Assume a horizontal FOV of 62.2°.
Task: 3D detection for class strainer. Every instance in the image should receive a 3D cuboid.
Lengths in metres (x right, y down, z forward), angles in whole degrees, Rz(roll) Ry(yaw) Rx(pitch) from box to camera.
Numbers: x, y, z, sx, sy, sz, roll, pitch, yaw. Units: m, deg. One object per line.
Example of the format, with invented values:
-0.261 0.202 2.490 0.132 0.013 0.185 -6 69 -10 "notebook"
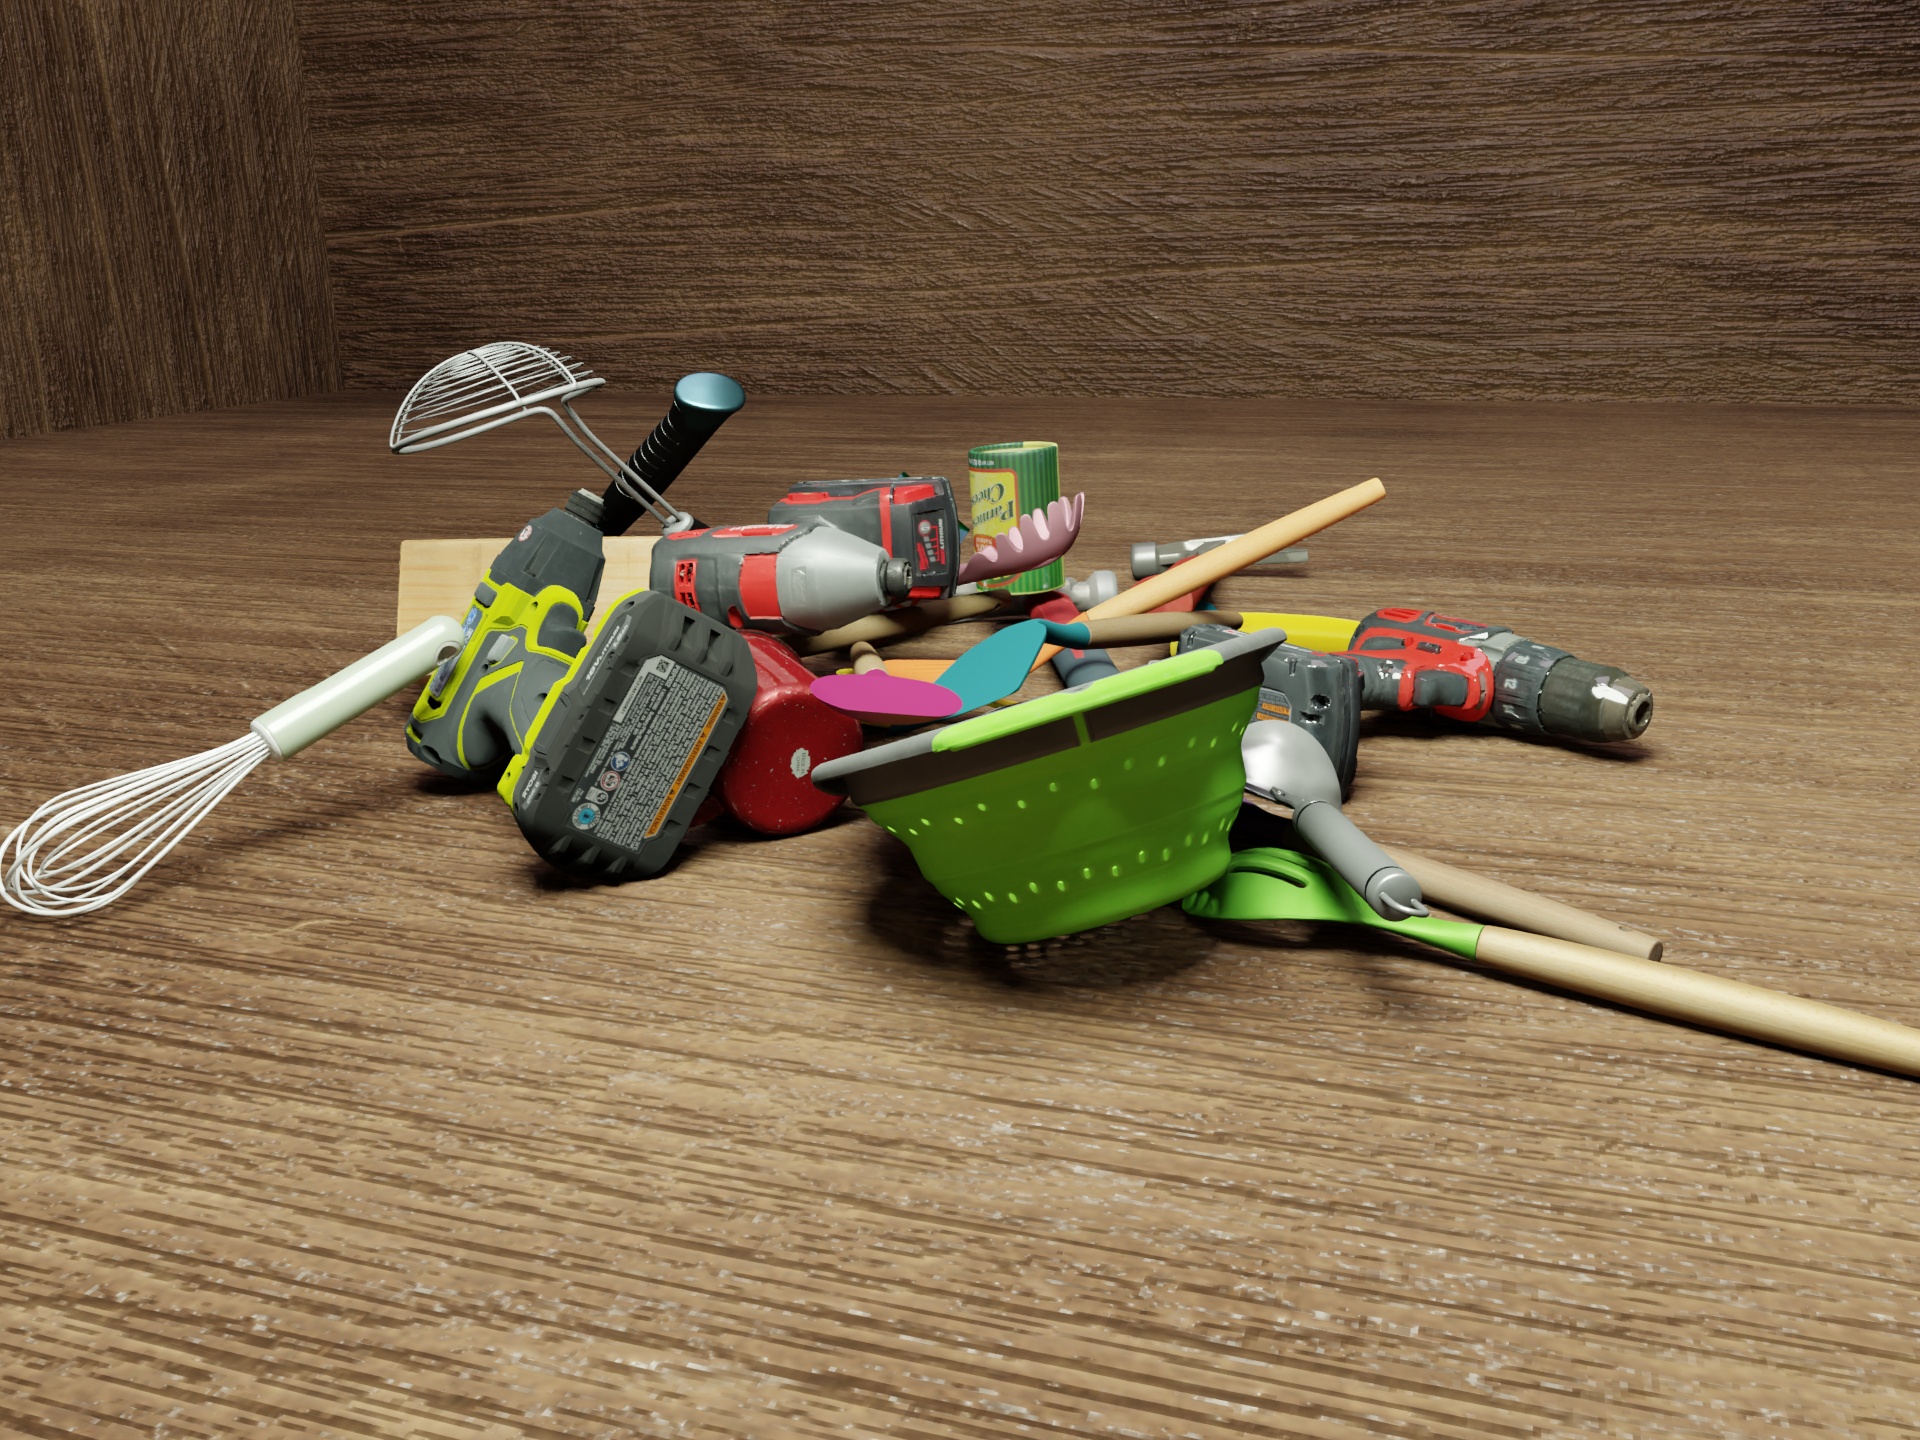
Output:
0.153 0.039 0.685 0.087 0.050 0.258 20 10 -8 "strainer"

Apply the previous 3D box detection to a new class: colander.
0.044 0.035 0.744 0.204 0.094 0.397 -17 0 -3 "colander"

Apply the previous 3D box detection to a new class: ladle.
-0.081 -0.041 0.992 0.320 0.078 0.062 -16 55 -39 "ladle"

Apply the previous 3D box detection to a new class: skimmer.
-0.217 -0.131 1.032 0.127 0.090 0.363 -15 -27 18 "skimmer"

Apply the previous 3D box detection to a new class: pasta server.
-0.063 -0.089 1.078 0.316 0.040 0.060 -16 8 13 "pasta server"

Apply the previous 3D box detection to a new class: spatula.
0.178 0.060 0.747 0.059 0.018 0.316 -9 17 -37 "spatula"
0.095 -0.076 0.938 0.322 0.041 0.081 -25 10 6 "spatula"
0.081 -0.037 0.877 0.082 0.044 0.317 -19 -6 37 "spatula"

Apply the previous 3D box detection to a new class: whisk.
-0.346 0.014 0.776 0.059 0.057 0.246 41 55 16 "whisk"

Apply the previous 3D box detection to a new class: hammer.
0.060 -0.047 1.055 0.143 0.038 0.386 -3 15 -3 "hammer"
-0.246 -0.150 1.136 0.128 0.033 0.331 11 -28 -32 "hammer"
0.184 -0.111 1.199 0.149 0.036 0.359 -5 10 14 "hammer"

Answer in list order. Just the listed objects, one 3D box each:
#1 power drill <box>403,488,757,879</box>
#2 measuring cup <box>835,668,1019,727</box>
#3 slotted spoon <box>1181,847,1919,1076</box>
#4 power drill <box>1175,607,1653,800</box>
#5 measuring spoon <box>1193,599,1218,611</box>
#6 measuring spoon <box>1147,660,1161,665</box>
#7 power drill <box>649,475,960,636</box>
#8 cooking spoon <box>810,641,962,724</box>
-0.200 -0.025 0.816 0.080 0.171 0.223 28 1 -39 "power drill"
-0.002 -0.003 0.972 0.156 0.029 0.062 12 10 2 "measuring cup"
0.231 0.093 0.623 0.314 0.031 0.070 12 18 34 "slotted spoon"
0.251 -0.013 0.891 0.226 0.080 0.188 -10 19 -35 "power drill"
0.219 -0.080 1.193 0.128 0.021 0.042 1 17 15 "measuring spoon"
0.152 -0.032 1.064 0.034 0.018 0.124 24 18 18 "measuring spoon"
-0.075 -0.095 0.936 0.143 0.078 0.220 0 13 15 "power drill"
-0.045 -0.022 0.824 0.068 0.017 0.319 4 7 -6 "cooking spoon"
